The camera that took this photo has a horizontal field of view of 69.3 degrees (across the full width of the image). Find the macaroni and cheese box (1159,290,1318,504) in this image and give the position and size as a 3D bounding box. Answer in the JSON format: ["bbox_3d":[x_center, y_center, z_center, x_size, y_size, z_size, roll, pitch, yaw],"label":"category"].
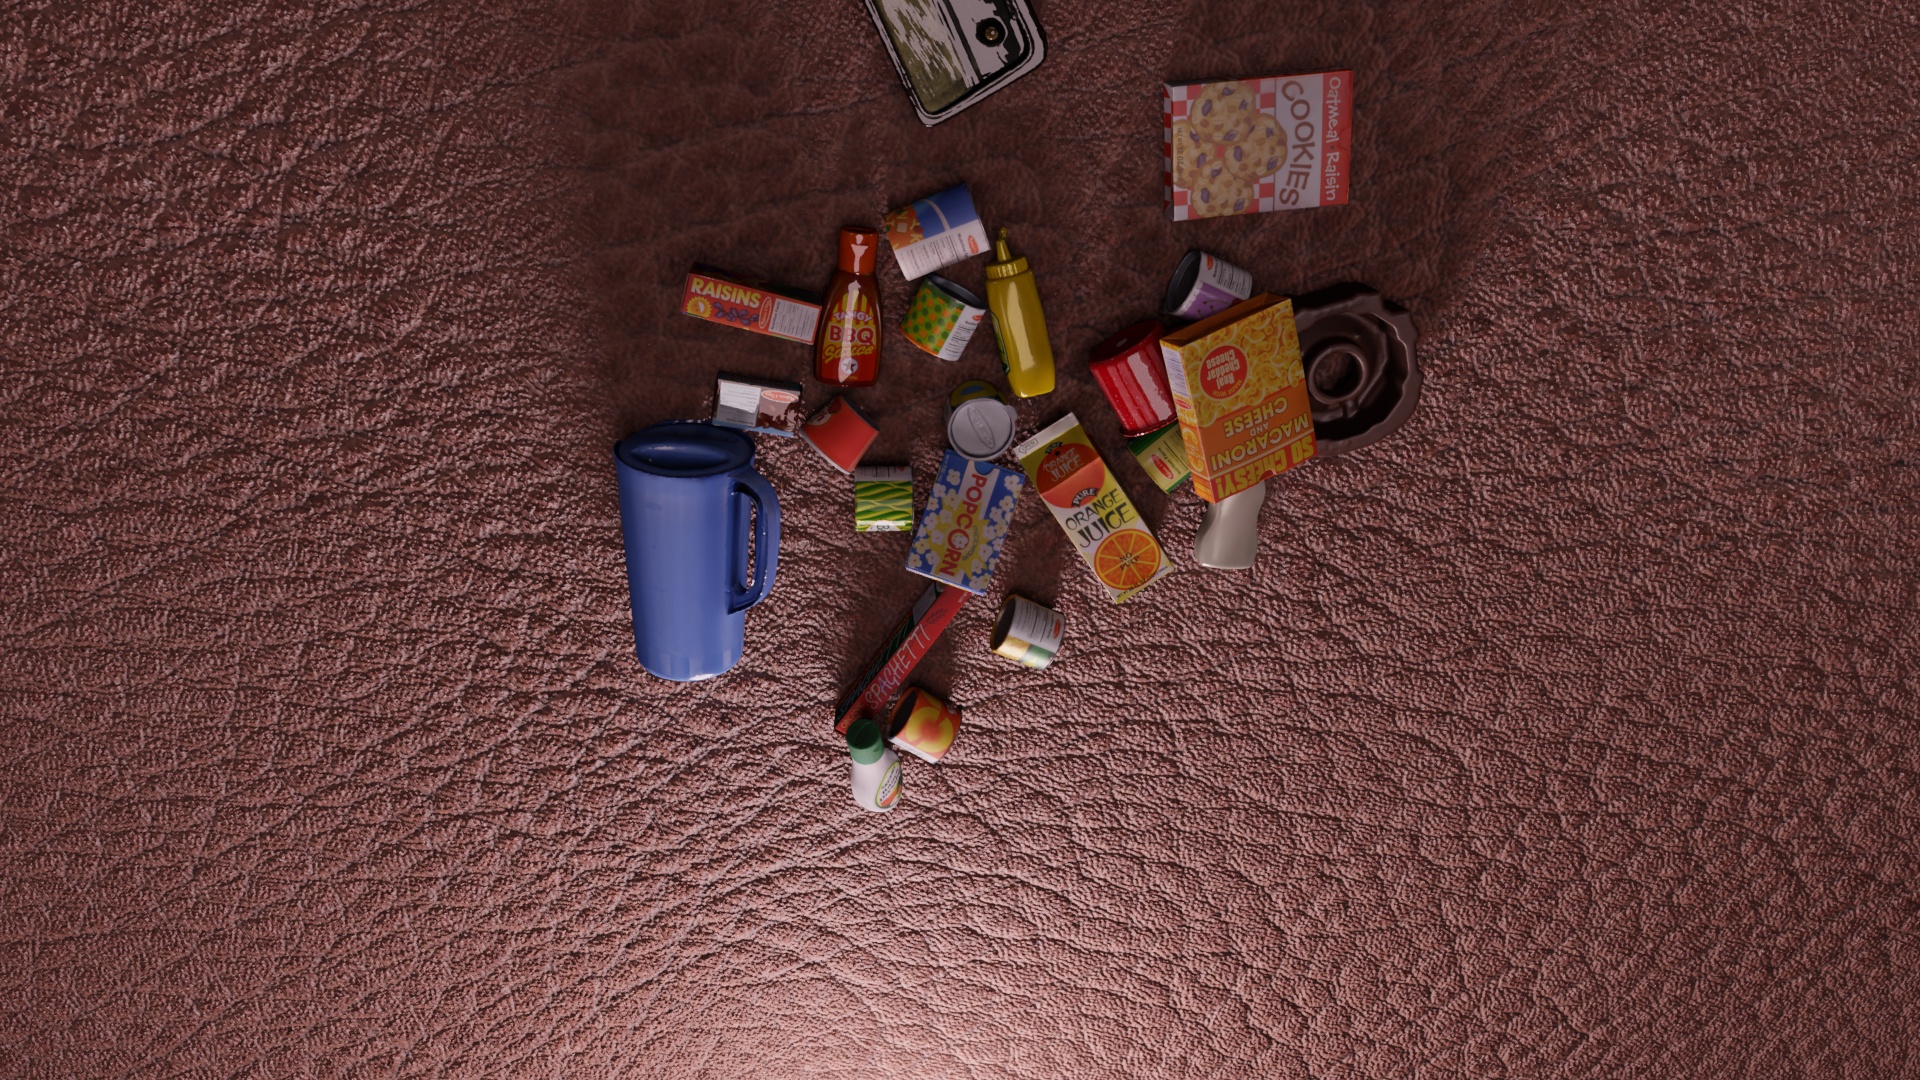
[{"bbox_3d":[0.265,-0.133,1.310,0.124,0.040,0.165,-25,117,-14],"label":"macaroni and cheese box"}]

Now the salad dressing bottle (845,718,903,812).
[{"bbox_3d":[-0.094,0.240,1.487,0.044,0.064,0.147,23,151,21],"label":"salad dressing bottle"}]

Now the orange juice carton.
[{"bbox_3d":[0.133,-0.038,1.404,0.072,0.073,0.192,-33,113,9],"label":"orange juice carton"}]

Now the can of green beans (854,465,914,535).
[{"bbox_3d":[-0.076,-0.042,1.385,0.058,0.071,0.071,-1,115,-5],"label":"can of green beans"}]

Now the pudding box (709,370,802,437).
[{"bbox_3d":[-0.199,-0.132,1.353,0.084,0.030,0.049,8,112,-9],"label":"pudding box"}]

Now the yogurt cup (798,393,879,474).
[{"bbox_3d":[-0.116,-0.106,1.355,0.072,0.072,0.054,41,97,-20],"label":"yogurt cup"}]

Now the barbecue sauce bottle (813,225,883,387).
[{"bbox_3d":[-0.103,-0.221,1.314,0.065,0.044,0.147,3,114,-11],"label":"barbecue sauce bottle"}]

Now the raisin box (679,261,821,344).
[{"bbox_3d":[-0.193,-0.219,1.282,0.123,0.086,0.040,13,107,-11],"label":"raisin box"}]

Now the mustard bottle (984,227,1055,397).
[{"bbox_3d":[0.053,-0.219,1.322,0.049,0.065,0.159,-16,109,-4],"label":"mustard bottle"}]

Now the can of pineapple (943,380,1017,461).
[{"bbox_3d":[0.020,-0.119,1.364,0.071,0.058,0.070,-2,115,-5],"label":"can of pineapple"}]

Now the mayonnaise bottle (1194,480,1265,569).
[{"bbox_3d":[0.284,-0.044,1.434,0.065,0.041,0.147,3,113,-9],"label":"mayonnaise bottle"}]

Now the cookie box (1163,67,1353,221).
[{"bbox_3d":[0.275,-0.367,1.287,0.167,0.040,0.122,-6,115,-3],"label":"cookie box"}]

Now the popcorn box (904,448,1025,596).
[{"bbox_3d":[0.005,-0.017,1.384,0.085,0.038,0.126,19,87,3],"label":"popcorn box"}]

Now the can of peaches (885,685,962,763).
[{"bbox_3d":[-0.039,0.196,1.498,0.058,0.071,0.071,30,108,-17],"label":"can of peaches"}]

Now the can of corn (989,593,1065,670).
[{"bbox_3d":[0.069,0.097,1.464,0.058,0.071,0.071,22,111,-14],"label":"can of corn"}]

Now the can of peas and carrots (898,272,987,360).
[{"bbox_3d":[-0.019,-0.213,1.316,0.071,0.071,0.058,25,111,-16],"label":"can of peas and carrots"}]

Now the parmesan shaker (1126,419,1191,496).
[{"bbox_3d":[0.228,-0.102,1.388,0.103,0.071,0.071,-39,112,11],"label":"parmesan shaker"}]

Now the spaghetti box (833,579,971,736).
[{"bbox_3d":[-0.054,0.106,1.464,0.028,0.050,0.249,32,108,-17],"label":"spaghetti box"}]

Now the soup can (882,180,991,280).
[{"bbox_3d":[-0.023,-0.287,1.282,0.084,0.071,0.071,-20,115,5],"label":"soup can"}]

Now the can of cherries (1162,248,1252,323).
[{"bbox_3d":[0.236,-0.236,1.330,0.058,0.072,0.071,19,111,-15],"label":"can of cherries"}]
